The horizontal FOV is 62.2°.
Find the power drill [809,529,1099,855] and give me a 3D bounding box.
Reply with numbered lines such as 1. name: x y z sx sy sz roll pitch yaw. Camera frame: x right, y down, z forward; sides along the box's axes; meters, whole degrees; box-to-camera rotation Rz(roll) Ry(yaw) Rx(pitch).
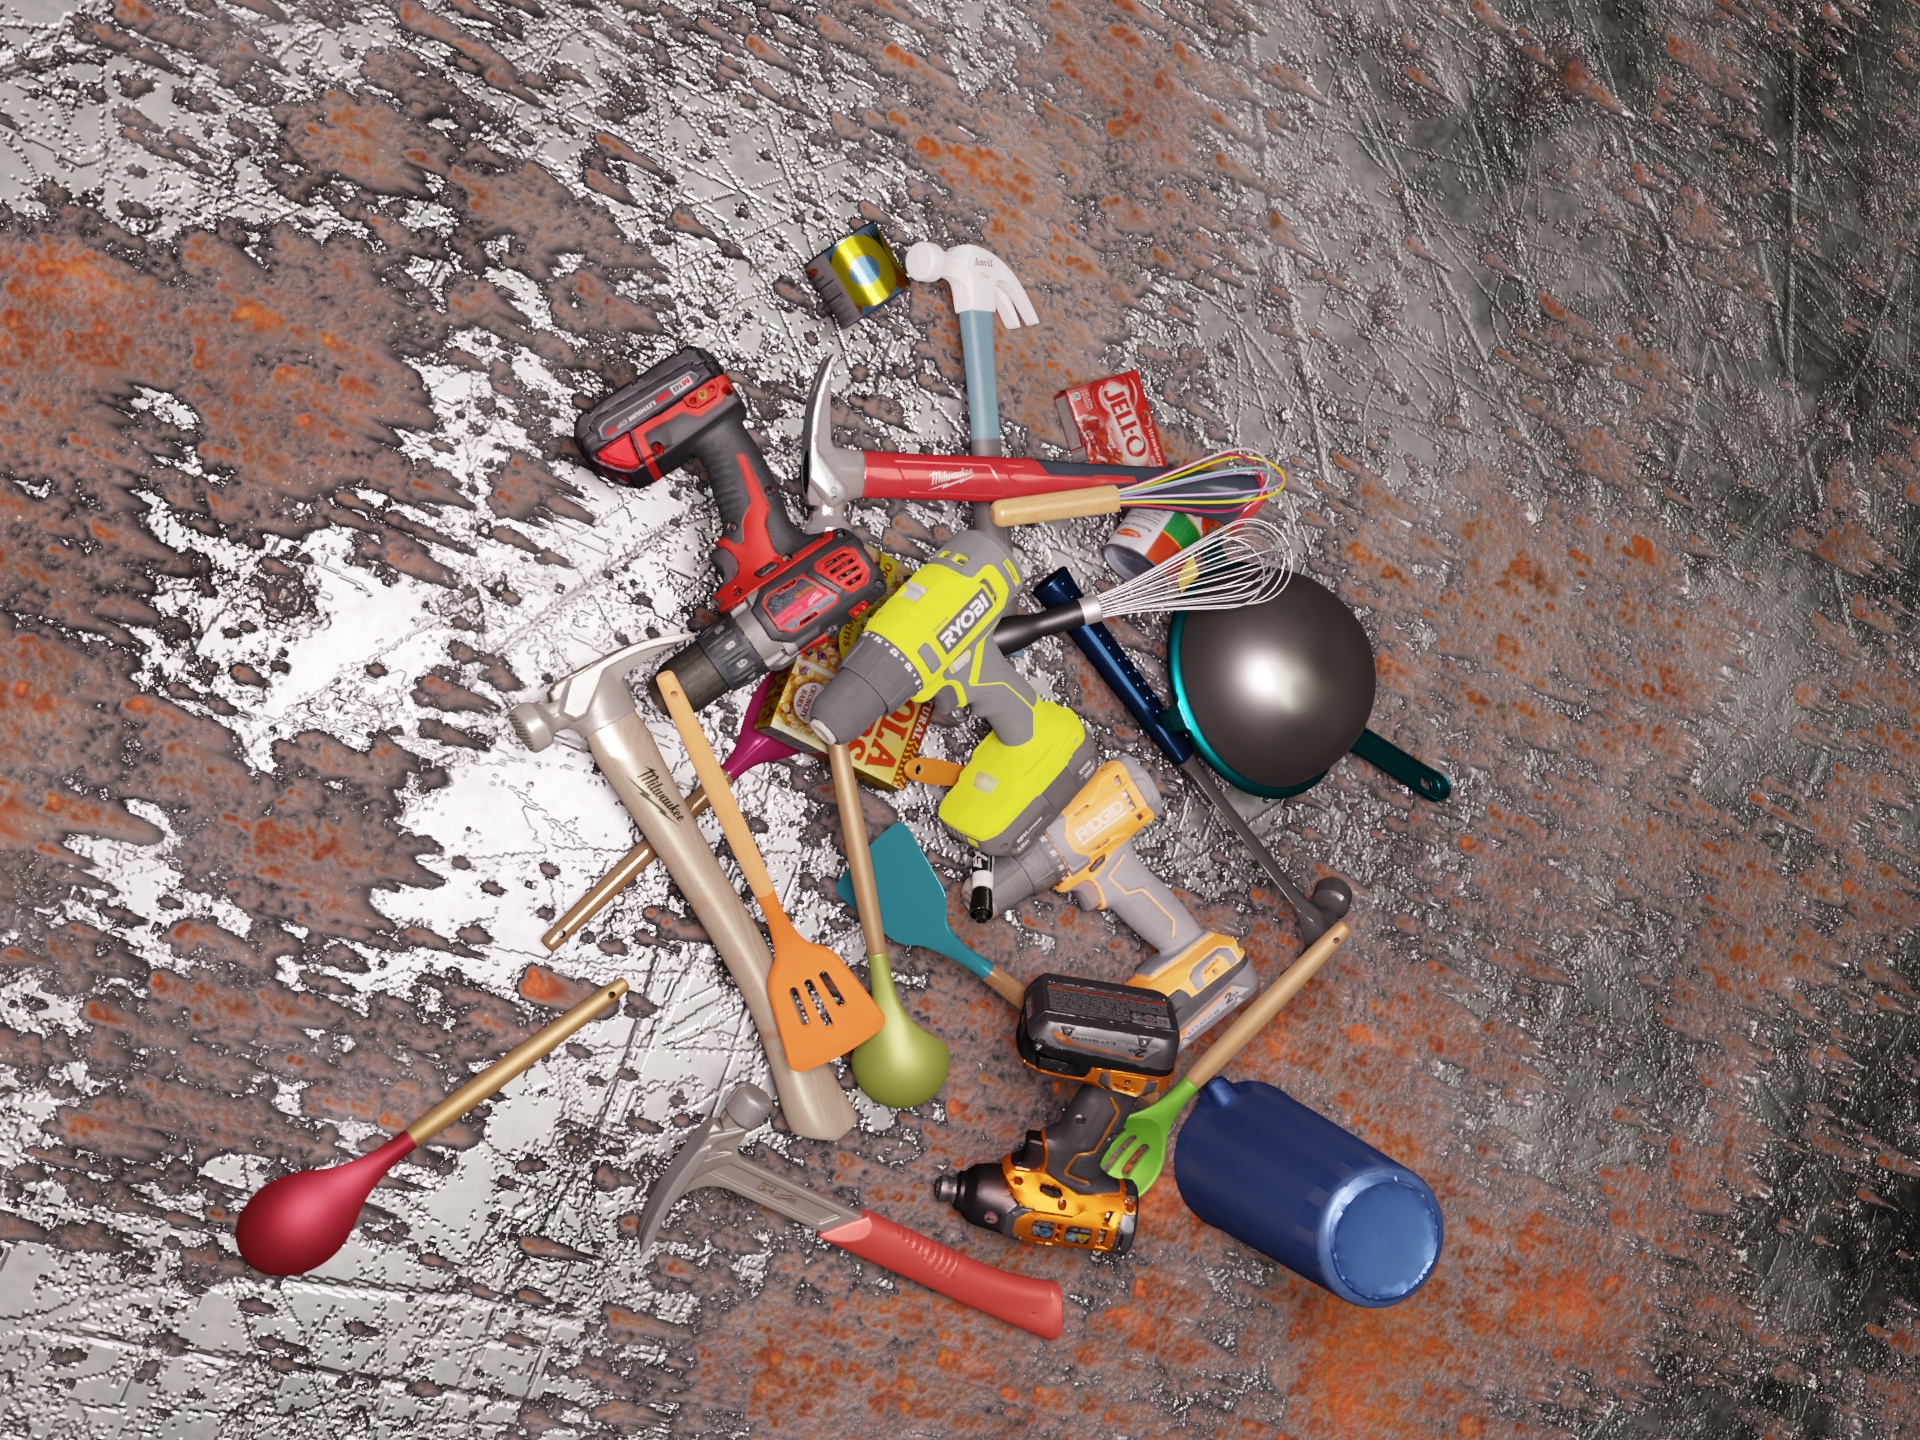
1. power drill: -0.002 -0.004 1.197 0.190 0.080 0.228 -47 130 -17

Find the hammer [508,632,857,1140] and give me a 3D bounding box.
1. hammer: -0.175 0.135 1.199 0.146 0.038 0.410 -32 104 -23

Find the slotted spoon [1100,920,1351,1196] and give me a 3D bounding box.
1. slotted spoon: 0.211 0.282 1.314 0.070 0.031 0.313 39 101 -11

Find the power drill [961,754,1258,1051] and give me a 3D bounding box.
1. power drill: 0.122 0.168 1.316 0.185 0.084 0.226 -34 97 -17

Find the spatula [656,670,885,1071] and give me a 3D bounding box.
1. spatula: -0.148 0.108 1.151 0.081 0.041 0.322 -26 114 -12

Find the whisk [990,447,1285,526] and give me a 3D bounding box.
1. whisk: 0.140 -0.178 1.244 0.245 0.051 0.047 -9 79 -14

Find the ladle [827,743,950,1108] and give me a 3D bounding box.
1. ladle: -0.068 0.150 1.227 0.078 0.062 0.320 -10 99 3

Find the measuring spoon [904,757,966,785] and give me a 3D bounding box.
1. measuring spoon: -0.005 0.043 1.270 0.116 0.011 0.021 11 88 -52

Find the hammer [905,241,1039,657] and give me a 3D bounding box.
1. hammer: 0.020 -0.213 1.287 0.128 0.033 0.331 -12 100 -49

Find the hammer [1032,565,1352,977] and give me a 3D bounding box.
1. hammer: 0.196 0.042 1.345 0.405 0.035 0.144 51 34 -8

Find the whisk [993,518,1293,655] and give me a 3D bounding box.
1. whisk: 0.134 -0.099 1.279 0.284 0.070 0.070 -17 95 -7

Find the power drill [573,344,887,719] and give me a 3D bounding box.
1. power drill: -0.186 -0.130 1.141 0.188 0.080 0.227 -35 88 -5

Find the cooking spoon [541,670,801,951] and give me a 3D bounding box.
1. cooking spoon: -0.197 0.059 1.218 0.319 0.017 0.068 -45 104 -18

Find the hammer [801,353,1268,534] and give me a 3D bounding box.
1. hammer: 0.066 -0.203 1.251 0.386 0.038 0.143 -1 98 -20

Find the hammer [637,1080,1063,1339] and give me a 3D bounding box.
1. hammer: -0.068 0.414 1.242 0.358 0.037 0.149 33 98 -23

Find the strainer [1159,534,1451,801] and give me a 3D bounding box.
1. strainer: 0.333 -0.016 1.373 0.340 0.095 0.211 29 62 -24

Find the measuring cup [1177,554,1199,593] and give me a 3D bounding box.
1. measuring cup: 0.200 -0.085 1.386 0.062 0.029 0.156 -8 80 -24

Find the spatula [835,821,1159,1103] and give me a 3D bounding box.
1. spatula: 0.042 0.209 1.274 0.317 0.044 0.082 40 106 -14

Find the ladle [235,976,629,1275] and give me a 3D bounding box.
1. ladle: -0.370 0.283 1.139 0.315 0.031 0.069 -36 102 -21

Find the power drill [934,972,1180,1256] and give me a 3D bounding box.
1. power drill: 0.075 0.316 1.252 0.164 0.084 0.226 10 113 -5
